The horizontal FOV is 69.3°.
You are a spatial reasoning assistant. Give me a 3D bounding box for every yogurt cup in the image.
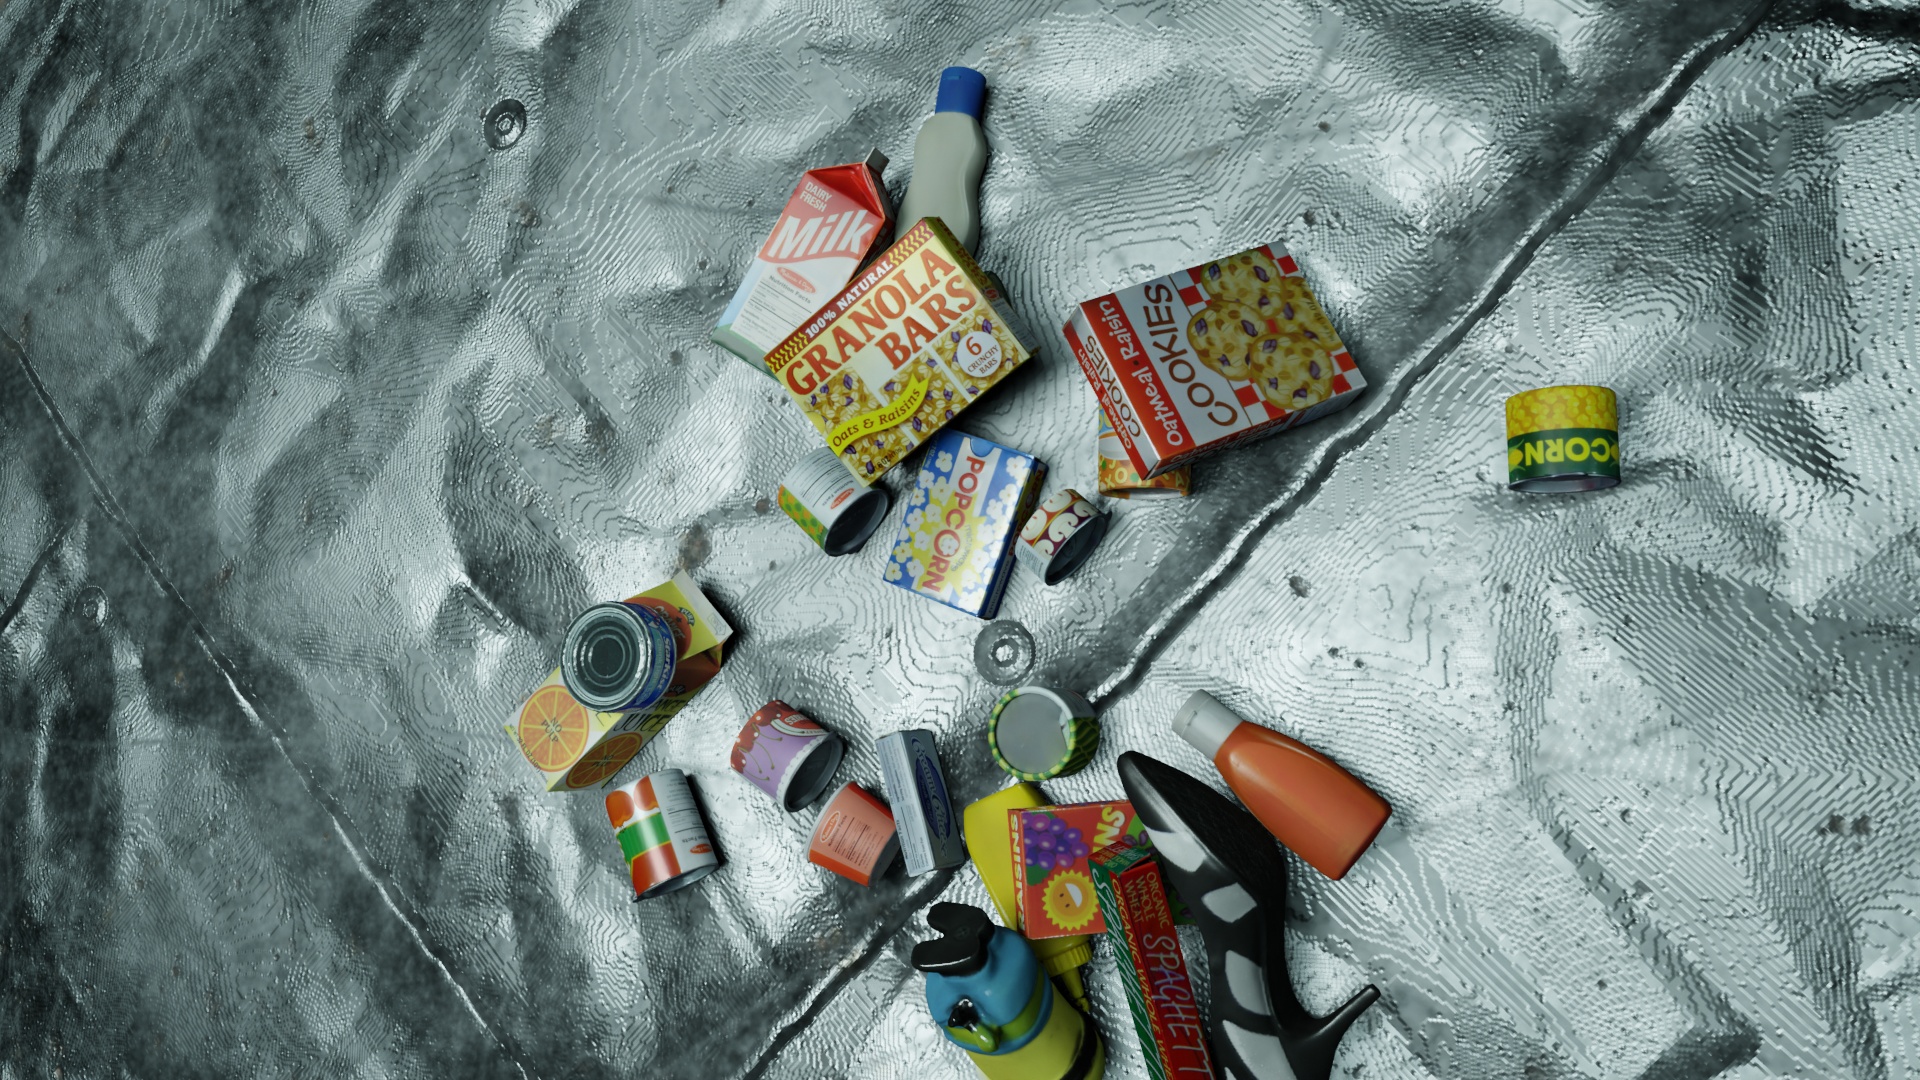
[{"bbox_3d":[-0.076,0.219,1.029,0.054,0.072,0.072,28,94,14],"label":"yogurt cup"}]

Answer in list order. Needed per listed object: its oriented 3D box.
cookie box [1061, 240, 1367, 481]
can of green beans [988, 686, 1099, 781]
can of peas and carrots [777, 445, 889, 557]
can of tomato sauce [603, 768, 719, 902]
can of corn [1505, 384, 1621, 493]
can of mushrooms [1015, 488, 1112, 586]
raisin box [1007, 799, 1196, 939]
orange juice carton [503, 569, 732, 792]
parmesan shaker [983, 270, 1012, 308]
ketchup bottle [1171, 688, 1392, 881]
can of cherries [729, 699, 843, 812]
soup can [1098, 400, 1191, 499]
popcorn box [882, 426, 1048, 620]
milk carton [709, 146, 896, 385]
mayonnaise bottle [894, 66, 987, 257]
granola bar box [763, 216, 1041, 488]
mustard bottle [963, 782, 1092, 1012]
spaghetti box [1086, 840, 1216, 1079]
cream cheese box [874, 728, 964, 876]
[{"bbox_3d":[0.171,-0.123,0.942,0.168,0.040,0.123,-20,73,-19],"label":"cookie box"},{"bbox_3d":[0.059,0.137,0.988,0.071,0.058,0.071,-3,82,22],"label":"can of green beans"},{"bbox_3d":[-0.098,-0.029,1.072,0.059,0.071,0.071,43,100,21],"label":"can of peas and carrots"},{"bbox_3d":[-0.237,0.231,1.090,0.071,0.071,0.083,-30,72,16],"label":"can of tomato sauce"},{"bbox_3d":[0.381,-0.064,0.879,0.071,0.071,0.058,-3,82,22],"label":"can of corn"},{"bbox_3d":[0.074,-0.004,0.998,0.033,0.071,0.071,41,99,22],"label":"can of mushrooms"},{"bbox_3d":[0.098,0.220,0.941,0.123,0.040,0.086,-2,82,-11],"label":"raisin box"},{"bbox_3d":[-0.267,0.112,1.114,0.192,0.073,0.072,-44,69,10],"label":"orange juice carton"},{"bbox_3d":[-0.015,-0.160,1.056,0.103,0.071,0.071,-11,79,19],"label":"parmesan shaker"},{"bbox_3d":[0.210,0.158,0.932,0.149,0.043,0.064,38,100,22],"label":"ketchup bottle"},{"bbox_3d":[-0.131,0.161,1.057,0.058,0.071,0.071,31,95,24],"label":"can of cherries"},{"bbox_3d":[0.129,-0.075,0.981,0.071,0.071,0.084,-2,83,22],"label":"soup can"},{"bbox_3d":[0.004,-0.013,1.042,0.085,0.038,0.126,20,91,24],"label":"popcorn box"},{"bbox_3d":[-0.110,-0.219,1.083,0.073,0.072,0.190,32,99,1],"label":"milk carton"},{"bbox_3d":[-0.009,-0.292,1.084,0.065,0.041,0.148,8,85,23],"label":"mayonnaise bottle"},{"bbox_3d":[-0.044,-0.135,1.010,0.165,0.039,0.124,-37,92,21],"label":"granola bar box"},{"bbox_3d":[0.056,0.254,0.979,0.065,0.049,0.160,-25,75,13],"label":"mustard bottle"},{"bbox_3d":[0.135,0.318,0.897,0.029,0.050,0.249,-18,96,-18],"label":"spaghetti box"},{"bbox_3d":[-0.030,0.191,1.019,0.024,0.053,0.104,-21,76,20],"label":"cream cheese box"}]
